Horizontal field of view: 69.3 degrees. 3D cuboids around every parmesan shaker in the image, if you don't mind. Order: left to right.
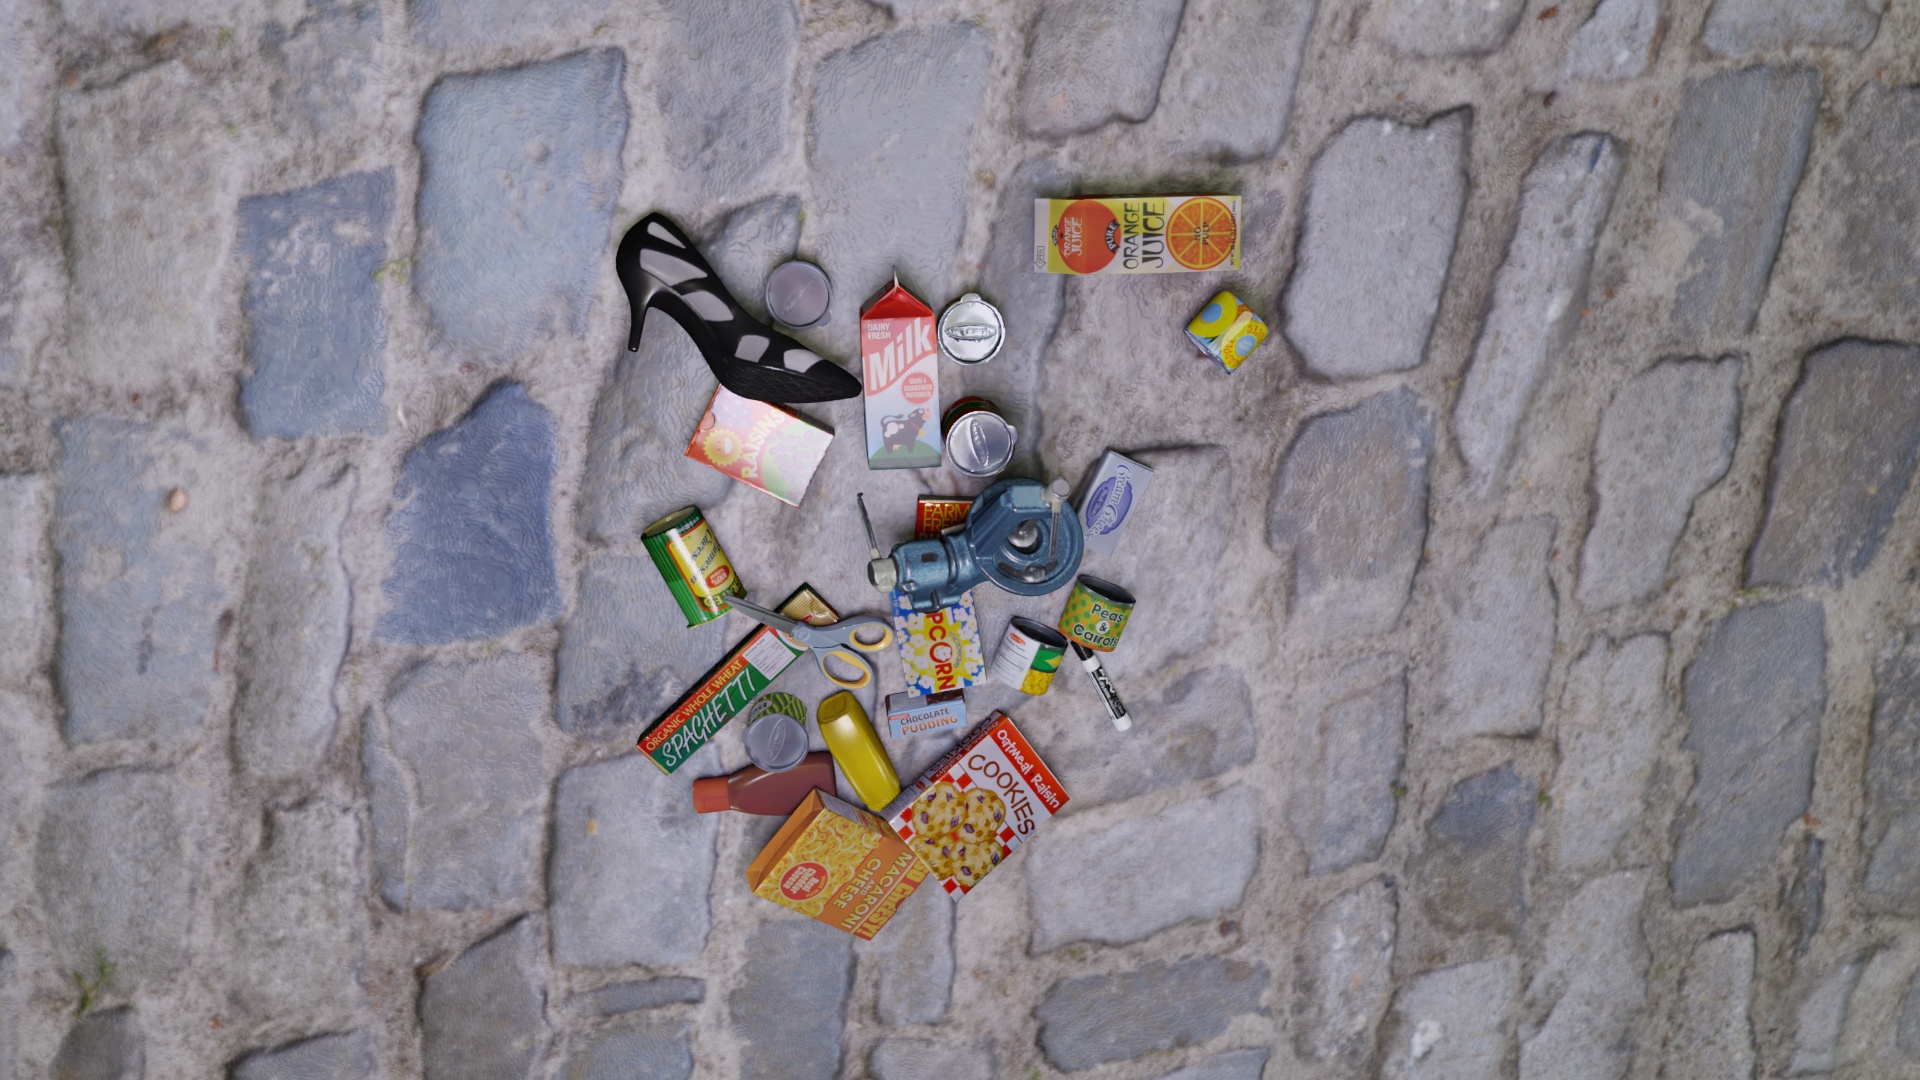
[{"bbox_3d":[-0.268,0.026,1.385,0.071,0.071,0.103,-26,107,2],"label":"parmesan shaker"}]

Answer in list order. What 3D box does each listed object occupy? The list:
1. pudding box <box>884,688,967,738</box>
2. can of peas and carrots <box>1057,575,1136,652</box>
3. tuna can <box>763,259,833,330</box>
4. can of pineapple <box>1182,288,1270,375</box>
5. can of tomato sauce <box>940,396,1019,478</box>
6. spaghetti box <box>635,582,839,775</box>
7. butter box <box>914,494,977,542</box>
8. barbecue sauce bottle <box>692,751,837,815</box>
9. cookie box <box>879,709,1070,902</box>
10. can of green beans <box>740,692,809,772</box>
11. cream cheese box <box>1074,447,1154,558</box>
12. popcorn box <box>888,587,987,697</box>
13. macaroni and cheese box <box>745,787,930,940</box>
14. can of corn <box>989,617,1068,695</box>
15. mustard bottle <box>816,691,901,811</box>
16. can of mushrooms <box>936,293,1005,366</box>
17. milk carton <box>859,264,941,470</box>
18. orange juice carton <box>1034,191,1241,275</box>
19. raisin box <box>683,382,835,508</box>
[{"bbox_3d":[-0.036,0.179,1.462,0.084,0.050,0.030,-9,108,-3],"label":"pudding box"},{"bbox_3d":[0.141,0.077,1.440,0.071,0.071,0.058,19,104,-11],"label":"can of peas and carrots"},{"bbox_3d":[-0.154,-0.236,1.341,0.071,0.033,0.071,-2,106,-5],"label":"tuna can"},{"bbox_3d":[0.264,-0.205,1.372,0.071,0.071,0.058,41,99,-15],"label":"can of pineapple"},{"bbox_3d":[0.017,-0.104,1.369,0.071,0.083,0.071,-2,106,-5],"label":"can of tomato sauce"},{"bbox_3d":[-0.233,0.144,1.444,0.250,0.029,0.050,-42,106,7],"label":"spaghetti box"},{"bbox_3d":[0.005,-0.018,1.424,0.103,0.024,0.053,2,105,-6],"label":"butter box"},{"bbox_3d":[-0.207,0.263,1.473,0.149,0.044,0.064,-7,112,-3],"label":"barbecue sauce bottle"},{"bbox_3d":[0.017,0.281,1.479,0.168,0.040,0.122,-40,108,-11],"label":"cookie box"},{"bbox_3d":[-0.190,0.199,1.449,0.071,0.058,0.071,-2,106,-5],"label":"can of green beans"},{"bbox_3d":[0.152,-0.039,1.432,0.053,0.024,0.103,24,102,-12],"label":"cream cheese box"},{"bbox_3d":[-0.024,0.093,1.445,0.085,0.038,0.126,-11,107,-4],"label":"popcorn box"},{"bbox_3d":[-0.125,0.349,1.481,0.166,0.040,0.123,33,101,-32],"label":"macaroni and cheese box"},{"bbox_3d":[0.073,0.121,1.450,0.071,0.071,0.058,21,104,-11],"label":"can of corn"},{"bbox_3d":[-0.100,0.237,1.467,0.049,0.065,0.159,-24,112,4],"label":"mustard bottle"},{"bbox_3d":[0.010,-0.209,1.365,0.071,0.033,0.070,-1,106,-5],"label":"can of mushrooms"},{"bbox_3d":[-0.060,-0.169,1.349,0.073,0.072,0.190,-3,106,-5],"label":"milk carton"},{"bbox_3d":[0.166,-0.296,1.335,0.193,0.073,0.071,-3,106,-4],"label":"orange juice carton"},{"bbox_3d":[-0.198,-0.097,1.373,0.123,0.040,0.086,26,103,-11],"label":"raisin box"}]
